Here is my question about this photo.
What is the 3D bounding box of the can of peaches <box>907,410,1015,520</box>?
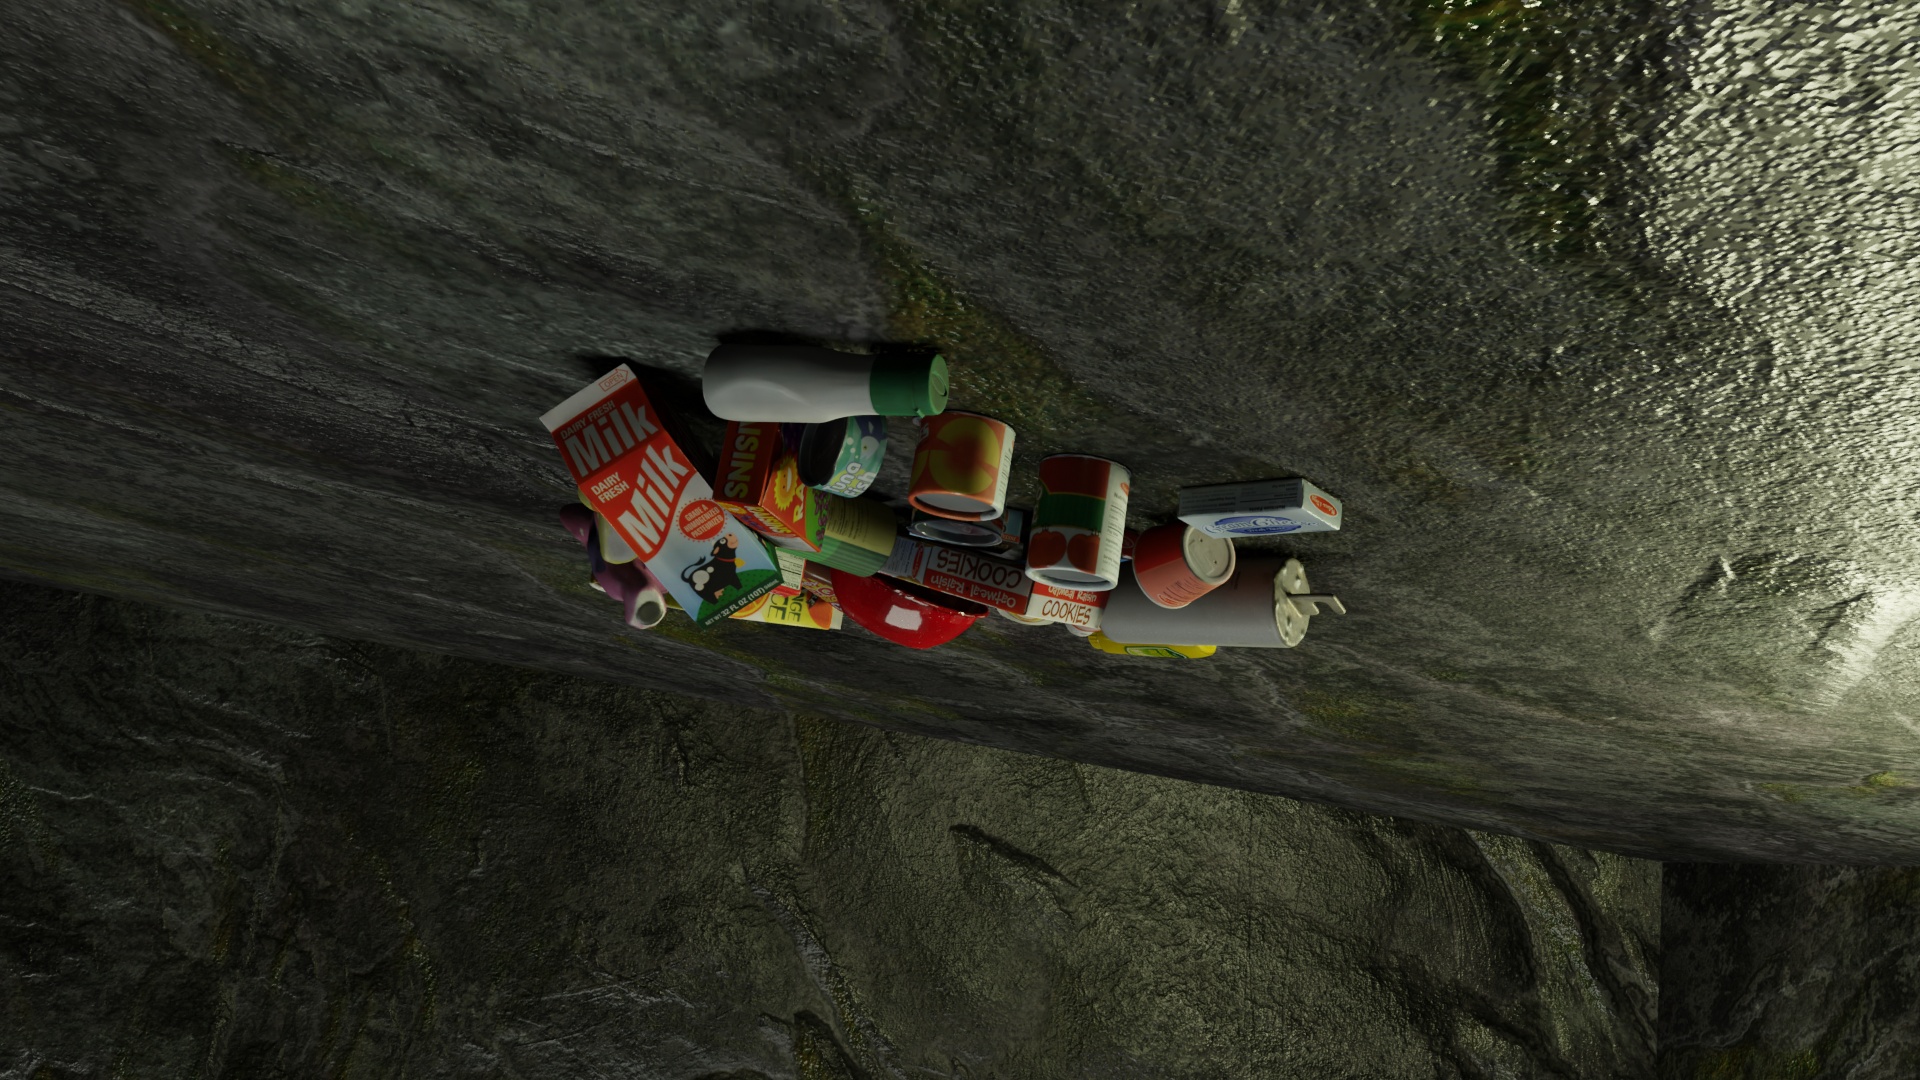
[{"bbox_3d":[-0.002,-0.050,0.939,0.071,0.058,0.071,8,166,2],"label":"can of peaches"}]

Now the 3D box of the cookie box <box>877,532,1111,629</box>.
[{"bbox_3d":[0.025,0.032,1.187,0.167,0.040,0.123,15,-179,36],"label":"cookie box"}]

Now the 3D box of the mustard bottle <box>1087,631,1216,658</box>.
[{"bbox_3d":[0.182,0.093,1.421,0.160,0.049,0.065,-2,161,38],"label":"mustard bottle"}]

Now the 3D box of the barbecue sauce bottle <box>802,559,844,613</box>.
[{"bbox_3d":[-0.142,0.021,1.311,0.065,0.044,0.148,2,154,45],"label":"barbecue sauce bottle"}]

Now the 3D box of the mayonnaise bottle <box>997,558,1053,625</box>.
[{"bbox_3d":[0.066,0.048,1.329,0.065,0.041,0.147,10,167,4],"label":"mayonnaise bottle"}]

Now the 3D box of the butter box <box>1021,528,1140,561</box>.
[{"bbox_3d":[0.100,0.005,1.169,0.053,0.024,0.103,17,164,-26],"label":"butter box"}]

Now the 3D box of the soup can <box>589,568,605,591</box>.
[{"bbox_3d":[-0.310,0.008,1.324,0.071,0.084,0.071,8,166,2],"label":"soup can"}]

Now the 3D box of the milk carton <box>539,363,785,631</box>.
[{"bbox_3d":[-0.206,-0.034,0.970,0.072,0.074,0.190,-32,124,3],"label":"milk carton"}]

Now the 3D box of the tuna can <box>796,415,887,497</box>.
[{"bbox_3d":[-0.078,-0.061,0.916,0.033,0.071,0.071,16,164,-31],"label":"tuna can"}]

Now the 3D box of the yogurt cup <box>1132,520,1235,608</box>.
[{"bbox_3d":[0.175,0.015,1.078,0.072,0.072,0.053,17,156,-27],"label":"yogurt cup"}]

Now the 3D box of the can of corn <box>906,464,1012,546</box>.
[{"bbox_3d":[-0.001,-0.033,1.008,0.071,0.058,0.071,9,166,2],"label":"can of corn"}]

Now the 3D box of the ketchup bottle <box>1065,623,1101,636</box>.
[{"bbox_3d":[0.128,0.063,1.349,0.065,0.043,0.148,11,167,0],"label":"ketchup bottle"}]

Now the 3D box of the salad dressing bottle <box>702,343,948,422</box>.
[{"bbox_3d":[-0.081,-0.095,0.841,0.147,0.044,0.064,3,163,19],"label":"salad dressing bottle"}]

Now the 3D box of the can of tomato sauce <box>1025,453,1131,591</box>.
[{"bbox_3d":[0.082,-0.012,0.986,0.071,0.083,0.071,8,166,2],"label":"can of tomato sauce"}]

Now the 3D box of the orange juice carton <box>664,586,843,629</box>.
[{"bbox_3d":[-0.187,0.044,1.369,0.193,0.072,0.073,11,177,-42],"label":"orange juice carton"}]

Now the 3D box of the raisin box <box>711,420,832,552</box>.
[{"bbox_3d":[-0.125,-0.048,0.967,0.040,0.086,0.123,7,166,15],"label":"raisin box"}]

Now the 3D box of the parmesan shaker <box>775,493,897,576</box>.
[{"bbox_3d":[-0.112,-0.011,1.142,0.103,0.071,0.071,20,162,-38],"label":"parmesan shaker"}]

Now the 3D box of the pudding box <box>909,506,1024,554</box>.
[{"bbox_3d":[0.004,-0.014,1.140,0.084,0.030,0.049,13,167,-14],"label":"pudding box"}]

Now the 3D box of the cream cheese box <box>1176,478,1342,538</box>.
[{"bbox_3d":[0.210,-0.022,0.984,0.103,0.024,0.053,-4,159,44],"label":"cream cheese box"}]
